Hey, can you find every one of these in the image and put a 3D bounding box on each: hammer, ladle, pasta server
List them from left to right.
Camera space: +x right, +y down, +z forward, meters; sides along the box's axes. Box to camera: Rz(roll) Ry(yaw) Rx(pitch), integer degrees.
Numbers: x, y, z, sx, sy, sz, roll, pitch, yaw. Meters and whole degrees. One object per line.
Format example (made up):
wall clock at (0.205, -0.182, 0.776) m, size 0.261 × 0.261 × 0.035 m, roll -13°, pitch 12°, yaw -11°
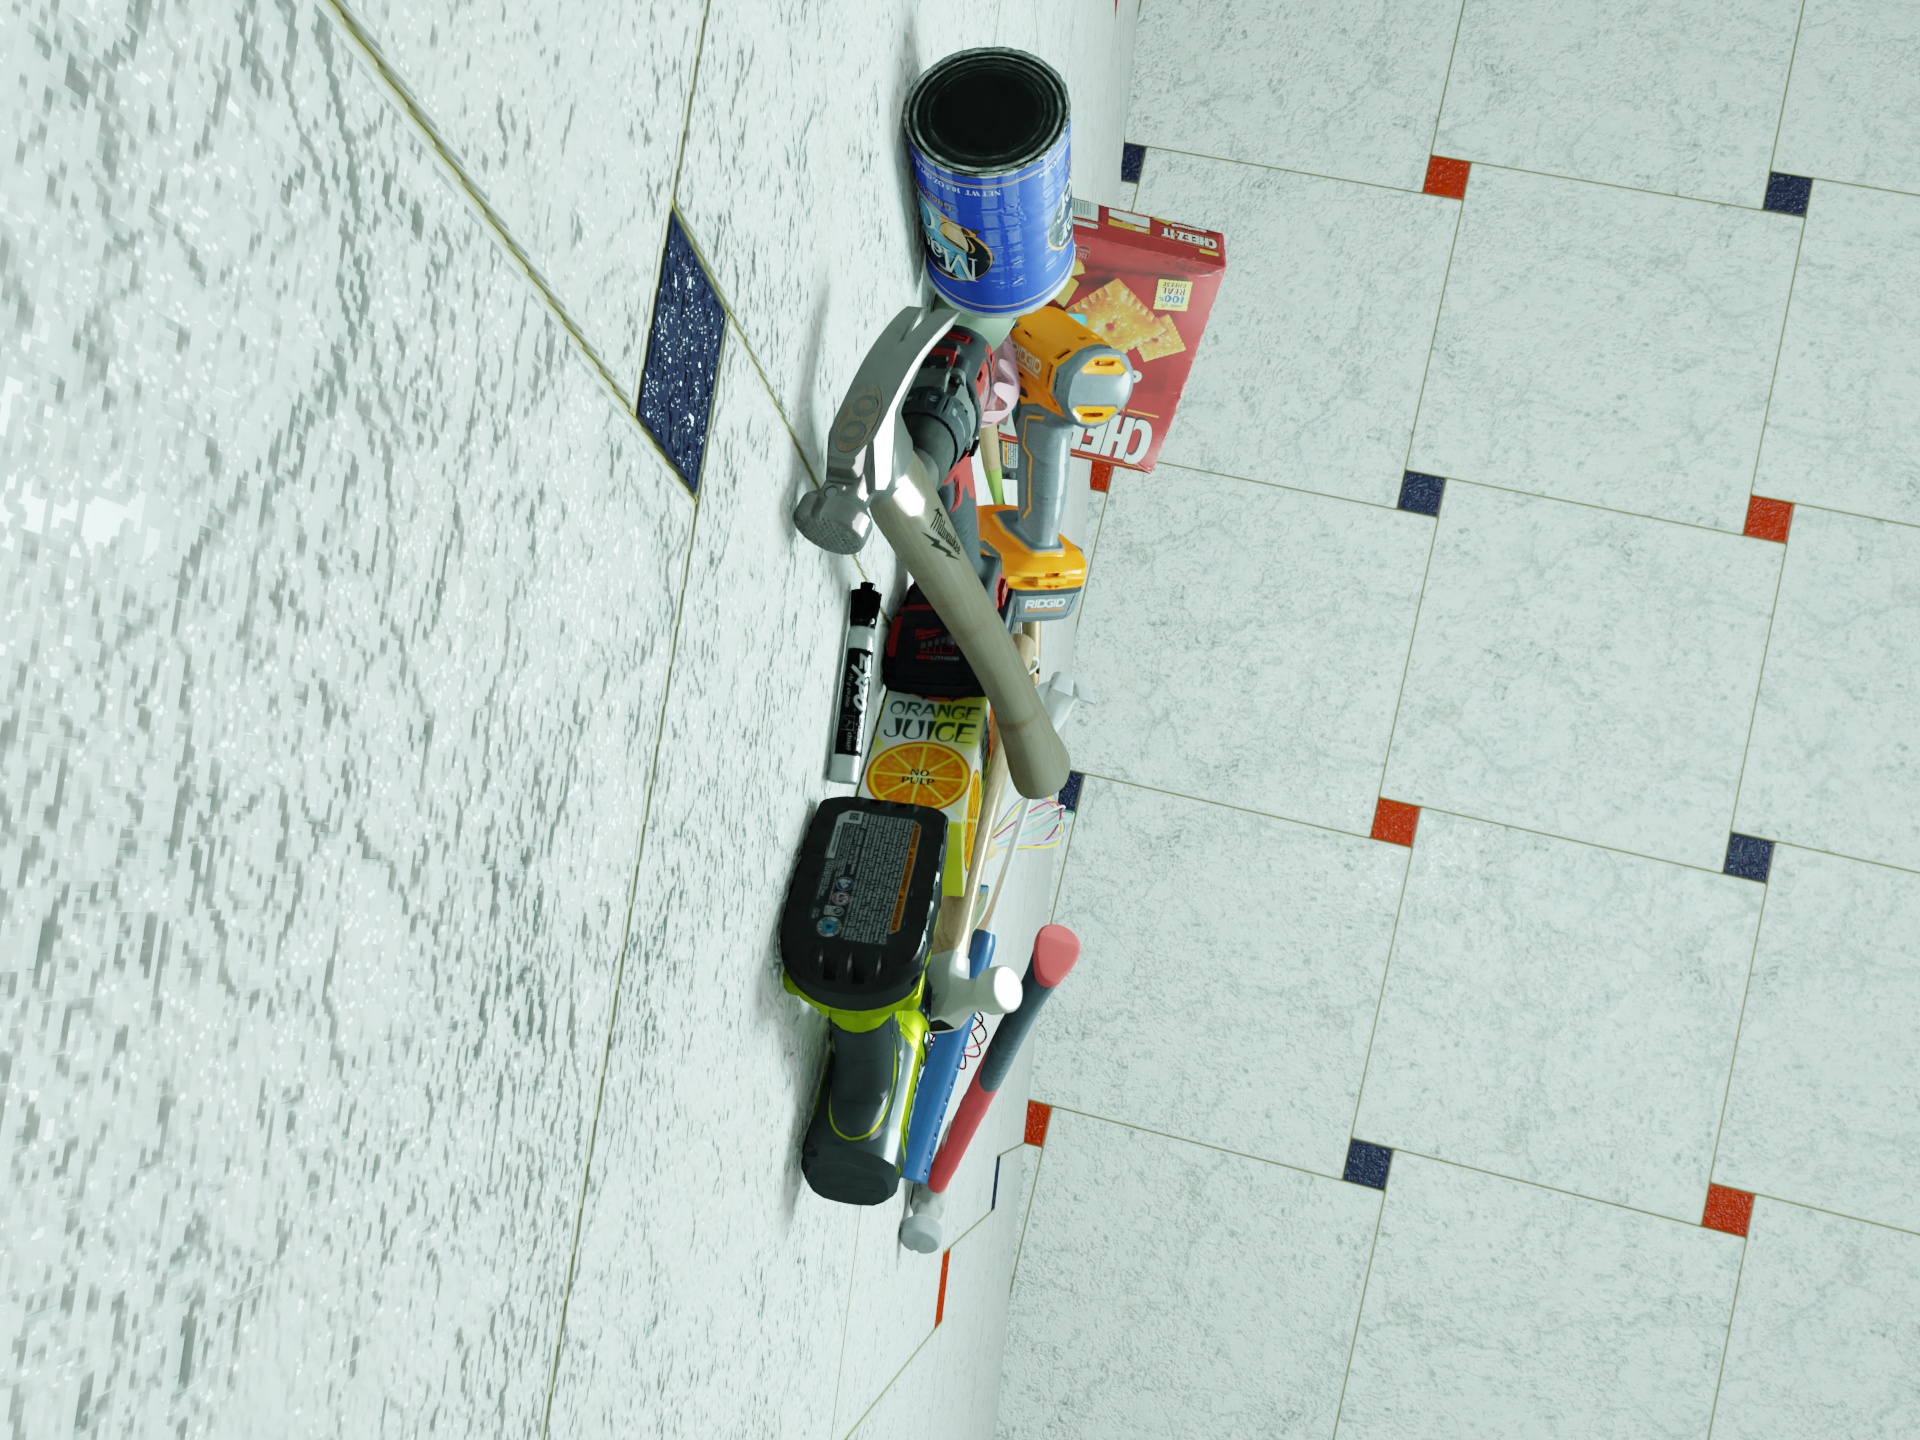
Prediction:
ladle at (0.011, -0.235, 1.327) m, size 0.078 × 0.062 × 0.319 m, roll -73°, pitch 160°, yaw -50°
hammer at (0.011, 0.072, 1.151) m, size 0.031 × 0.130 × 0.332 m, roll 40°, pitch 47°, yaw -32°
hammer at (0.012, -0.068, 0.968) m, size 0.146 × 0.038 × 0.410 m, roll -67°, pitch 154°, yaw -20°
pasta server at (0.019, -0.354, 1.200) m, size 0.040 × 0.060 × 0.316 m, roll 16°, pitch 63°, yaw -38°
hammer at (0.022, 0.152, 1.221) m, size 0.144 × 0.035 × 0.405 m, roll 132°, pitch -23°, yaw -79°
hammer at (0.025, 0.299, 1.373) m, size 0.143 × 0.038 × 0.386 m, roll -76°, pitch -174°, yaw -51°

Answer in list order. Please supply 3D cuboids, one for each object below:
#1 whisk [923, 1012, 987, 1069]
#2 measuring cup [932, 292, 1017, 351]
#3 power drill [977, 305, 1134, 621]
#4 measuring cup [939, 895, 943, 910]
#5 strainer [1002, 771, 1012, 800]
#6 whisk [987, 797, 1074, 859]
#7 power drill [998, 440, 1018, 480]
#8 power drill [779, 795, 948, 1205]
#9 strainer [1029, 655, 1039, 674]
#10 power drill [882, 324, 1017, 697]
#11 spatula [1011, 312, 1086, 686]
whisk at (-0.011, 0.245, 1.393) m, size 0.296 × 0.073 × 0.073 m, roll -72°, pitch 166°, yaw -85°
measuring cup at (-0.007, -0.258, 1.130) m, size 0.083 × 0.038 × 0.167 m, roll 36°, pitch -75°, yaw 59°
power drill at (0.052, -0.209, 1.241) m, size 0.164 × 0.084 × 0.226 m, roll 52°, pitch -41°, yaw 48°
measuring cup at (-0.022, 0.158, 1.250) m, size 0.173 × 0.052 × 0.095 m, roll 82°, pitch 15°, yaw -53°
strainer at (0.019, -0.021, 1.383) m, size 0.152 × 0.069 × 0.256 m, roll -71°, pitch 166°, yaw -62°
whisk at (0.038, 0.113, 1.455) m, size 0.245 × 0.051 × 0.047 m, roll -20°, pitch 117°, yaw -58°
power drill at (0.075, -0.341, 1.573) m, size 0.223 × 0.080 × 0.171 m, roll -81°, pitch 173°, yaw -47°
power drill at (-0.050, 0.152, 0.947) m, size 0.228 × 0.080 × 0.191 m, roll 92°, pitch 8°, yaw -46°
strainer at (-0.002, -0.004, 1.252) m, size 0.258 × 0.050 × 0.086 m, roll -49°, pitch 157°, yaw -57°
power drill at (-0.014, -0.124, 1.036) m, size 0.188 × 0.080 × 0.226 m, roll -75°, pitch 165°, yaw -54°
spatula at (0.066, -0.181, 1.346) m, size 0.082 × 0.044 × 0.317 m, roll -18°, pitch 113°, yaw -45°
